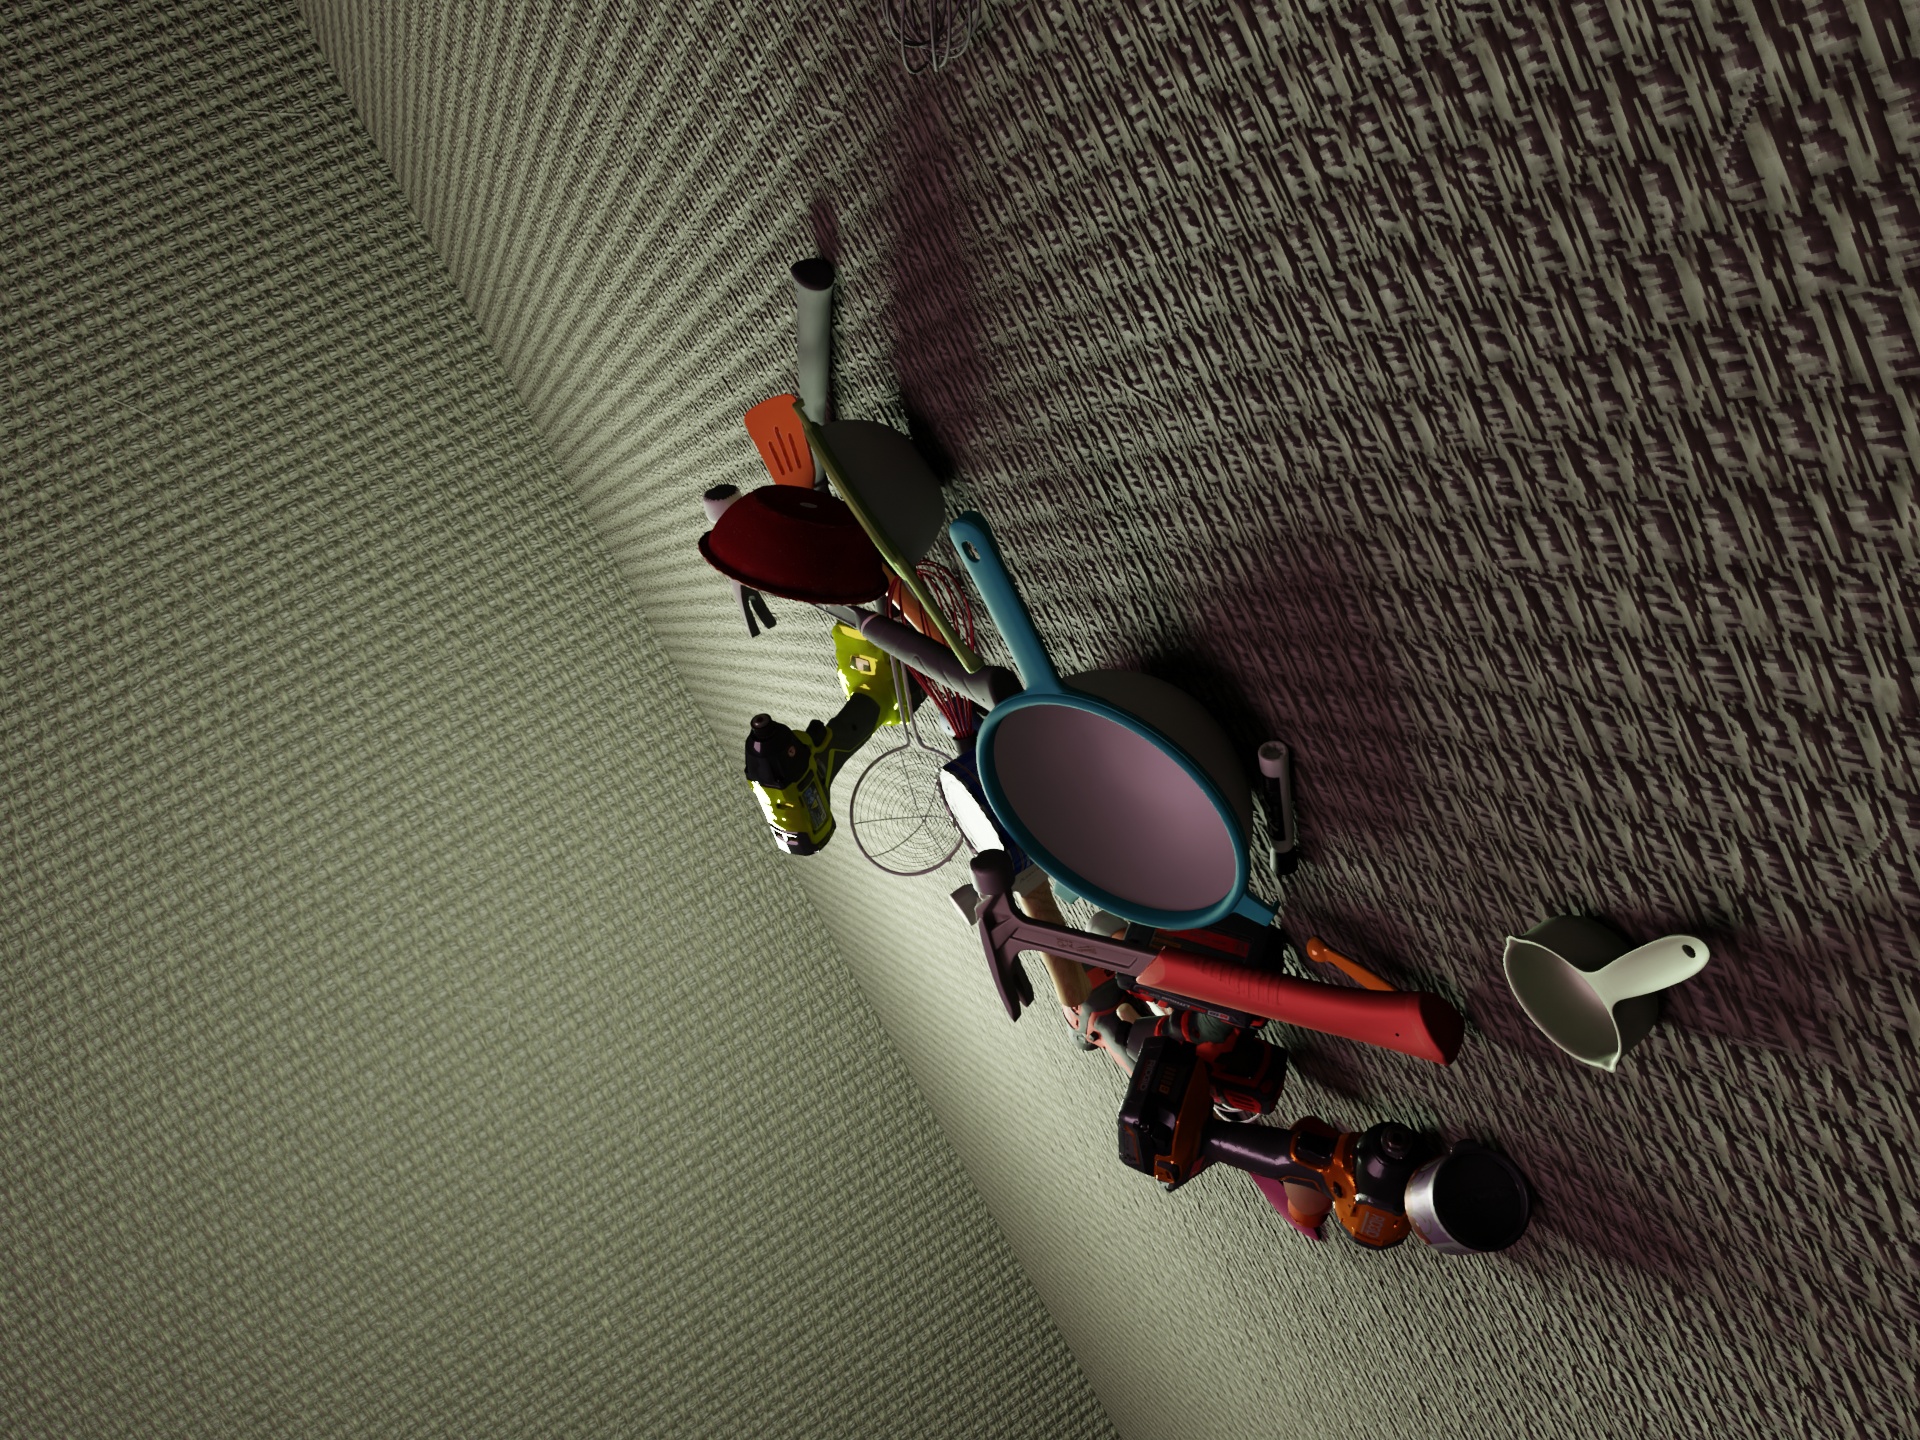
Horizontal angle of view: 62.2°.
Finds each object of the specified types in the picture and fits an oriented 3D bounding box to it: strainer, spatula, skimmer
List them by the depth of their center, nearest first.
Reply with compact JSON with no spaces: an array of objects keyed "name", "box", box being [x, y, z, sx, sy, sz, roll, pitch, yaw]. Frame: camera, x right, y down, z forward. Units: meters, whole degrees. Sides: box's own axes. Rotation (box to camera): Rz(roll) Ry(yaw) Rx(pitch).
[{"name":"strainer","box":[0.094,-0.012,1.071,0.211,0.095,0.340,0,127,45]},{"name":"strainer","box":[-0.031,-0.151,1.251,0.257,0.069,0.151,57,-175,25]},{"name":"spatula","box":[-0.077,-0.149,1.409,0.081,0.041,0.322,-9,130,50]},{"name":"skimmer","box":[-0.065,-0.029,1.488,0.127,0.090,0.363,1,118,19]}]

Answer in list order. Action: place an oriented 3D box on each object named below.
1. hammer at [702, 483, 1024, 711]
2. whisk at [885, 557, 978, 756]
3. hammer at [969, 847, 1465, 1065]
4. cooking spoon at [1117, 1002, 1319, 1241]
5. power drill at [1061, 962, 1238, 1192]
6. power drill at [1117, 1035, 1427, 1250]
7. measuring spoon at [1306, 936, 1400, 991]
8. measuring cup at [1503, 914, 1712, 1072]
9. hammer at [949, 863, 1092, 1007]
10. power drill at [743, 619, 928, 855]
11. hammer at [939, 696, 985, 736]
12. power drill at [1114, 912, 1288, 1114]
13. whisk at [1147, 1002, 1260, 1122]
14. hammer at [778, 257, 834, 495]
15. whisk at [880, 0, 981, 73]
[{"name":"hammer","box":[-0.090,-0.084,1.379,0.409,0.036,0.149,29,141,42]},{"name":"whisk","box":[-0.002,-0.005,1.412,0.073,0.073,0.295,23,133,64]},{"name":"hammer","box":[0.165,0.183,1.092,0.359,0.037,0.149,9,127,36]},{"name":"cooking spoon","box":[0.237,0.372,1.460,0.318,0.017,0.069,52,170,-18]},{"name":"power drill","box":[0.177,0.356,1.607,0.227,0.080,0.187,54,164,25]},{"name":"power drill","box":[0.236,0.314,1.189,0.226,0.084,0.164,16,148,16]},{"name":"measuring spoon","box":[0.274,0.178,1.082,0.117,0.011,0.021,34,152,56]},{"name":"measuring cup","box":[0.324,0.119,0.770,0.083,0.038,0.167,55,162,13]},{"name":"hammer","box":[0.081,0.183,1.391,0.031,0.130,0.331,49,171,29]},{"name":"power drill","box":[-0.127,0.000,1.565,0.080,0.223,0.171,15,142,28]},{"name":"hammer","box":[0.091,0.066,1.390,0.406,0.035,0.144,38,155,52]},{"name":"power drill","box":[0.185,0.230,1.252,0.143,0.079,0.219,15,147,20]},{"name":"whisk","box":[0.199,0.274,1.436,0.057,0.059,0.247,35,-173,-39]},{"name":"hammer","box":[-0.126,-0.276,1.381,0.334,0.035,0.146,102,145,-65]},{"name":"whisk","box":[-0.018,-0.426,0.774,0.055,0.055,0.238,49,159,30]}]
